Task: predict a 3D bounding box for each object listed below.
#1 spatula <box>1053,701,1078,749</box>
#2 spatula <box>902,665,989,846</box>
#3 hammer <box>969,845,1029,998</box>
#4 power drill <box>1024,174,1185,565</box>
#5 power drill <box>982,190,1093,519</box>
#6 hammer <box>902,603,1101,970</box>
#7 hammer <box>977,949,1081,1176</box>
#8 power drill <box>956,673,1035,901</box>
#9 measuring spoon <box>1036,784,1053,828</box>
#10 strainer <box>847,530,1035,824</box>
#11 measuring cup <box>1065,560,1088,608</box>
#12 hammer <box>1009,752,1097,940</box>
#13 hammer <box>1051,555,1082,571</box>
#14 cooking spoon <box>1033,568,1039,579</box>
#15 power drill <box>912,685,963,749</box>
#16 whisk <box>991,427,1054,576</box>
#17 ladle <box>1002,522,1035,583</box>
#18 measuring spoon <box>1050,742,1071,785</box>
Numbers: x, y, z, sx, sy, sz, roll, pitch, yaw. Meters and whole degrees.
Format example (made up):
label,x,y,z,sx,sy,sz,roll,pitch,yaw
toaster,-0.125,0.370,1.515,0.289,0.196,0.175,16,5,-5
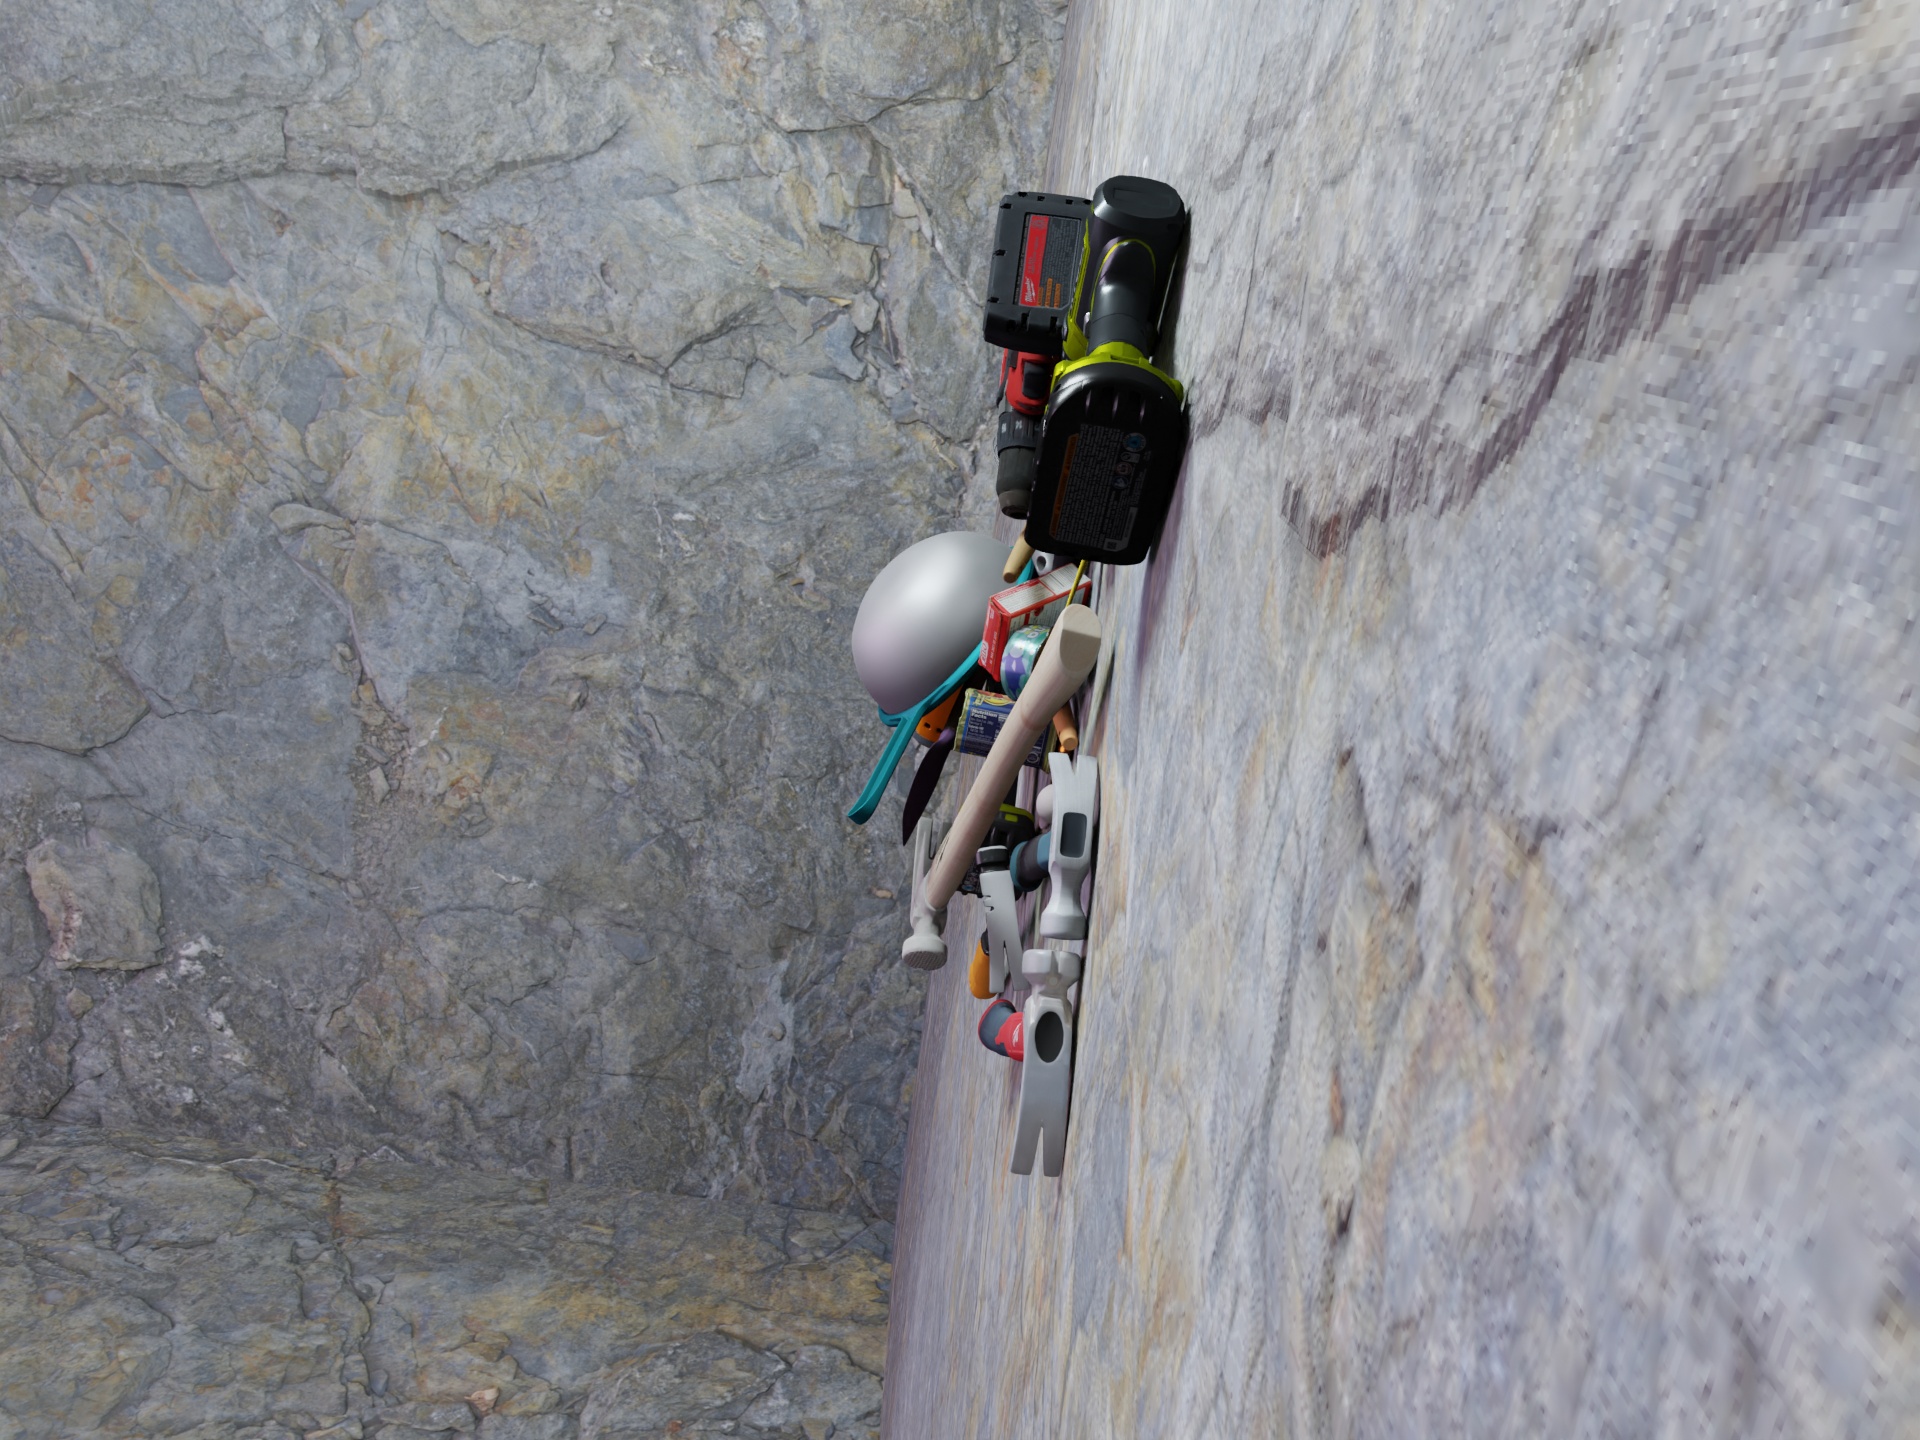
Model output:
label,x,y,z,sx,sy,sz,roll,pitch,yaw
spatula,0.085,-0.050,1.370,0.323,0.041,0.081,-97,16,-65
spatula,-0.002,-0.005,1.438,0.316,0.018,0.059,-64,-19,-49
hammer,0.030,0.226,1.515,0.336,0.034,0.127,94,169,-69
power drill,0.091,-0.205,1.003,0.190,0.080,0.229,101,179,-47
power drill,0.058,-0.273,1.215,0.226,0.080,0.188,89,-171,-76
hammer,0.026,0.041,1.244,0.410,0.038,0.146,116,163,-51
hammer,0.043,0.254,1.198,0.386,0.038,0.143,108,168,-78
power drill,0.040,0.044,1.525,0.171,0.080,0.223,101,179,-58
measuring spoon,0.069,0.077,1.358,0.124,0.018,0.034,104,173,-79
strainer,-0.056,-0.058,1.434,0.211,0.095,0.341,-30,26,46
measuring cup,0.099,-0.096,1.213,0.062,0.029,0.157,90,-161,-72
hammer,0.065,0.101,1.196,0.331,0.033,0.128,111,166,-81
hammer,0.104,-0.220,1.260,0.146,0.035,0.334,-84,3,-55
cooking spoon,0.060,-0.152,1.527,0.069,0.017,0.319,-59,17,1
power drill,0.021,-0.088,1.653,0.227,0.084,0.164,-59,-10,-55
whisk,0.064,-0.204,1.459,0.239,0.055,0.055,-99,14,-45
ladle,0.072,-0.183,1.355,0.316,0.031,0.069,-65,-32,-59
measuring spoon,0.080,0.037,1.308,0.117,0.011,0.021,104,173,-73
